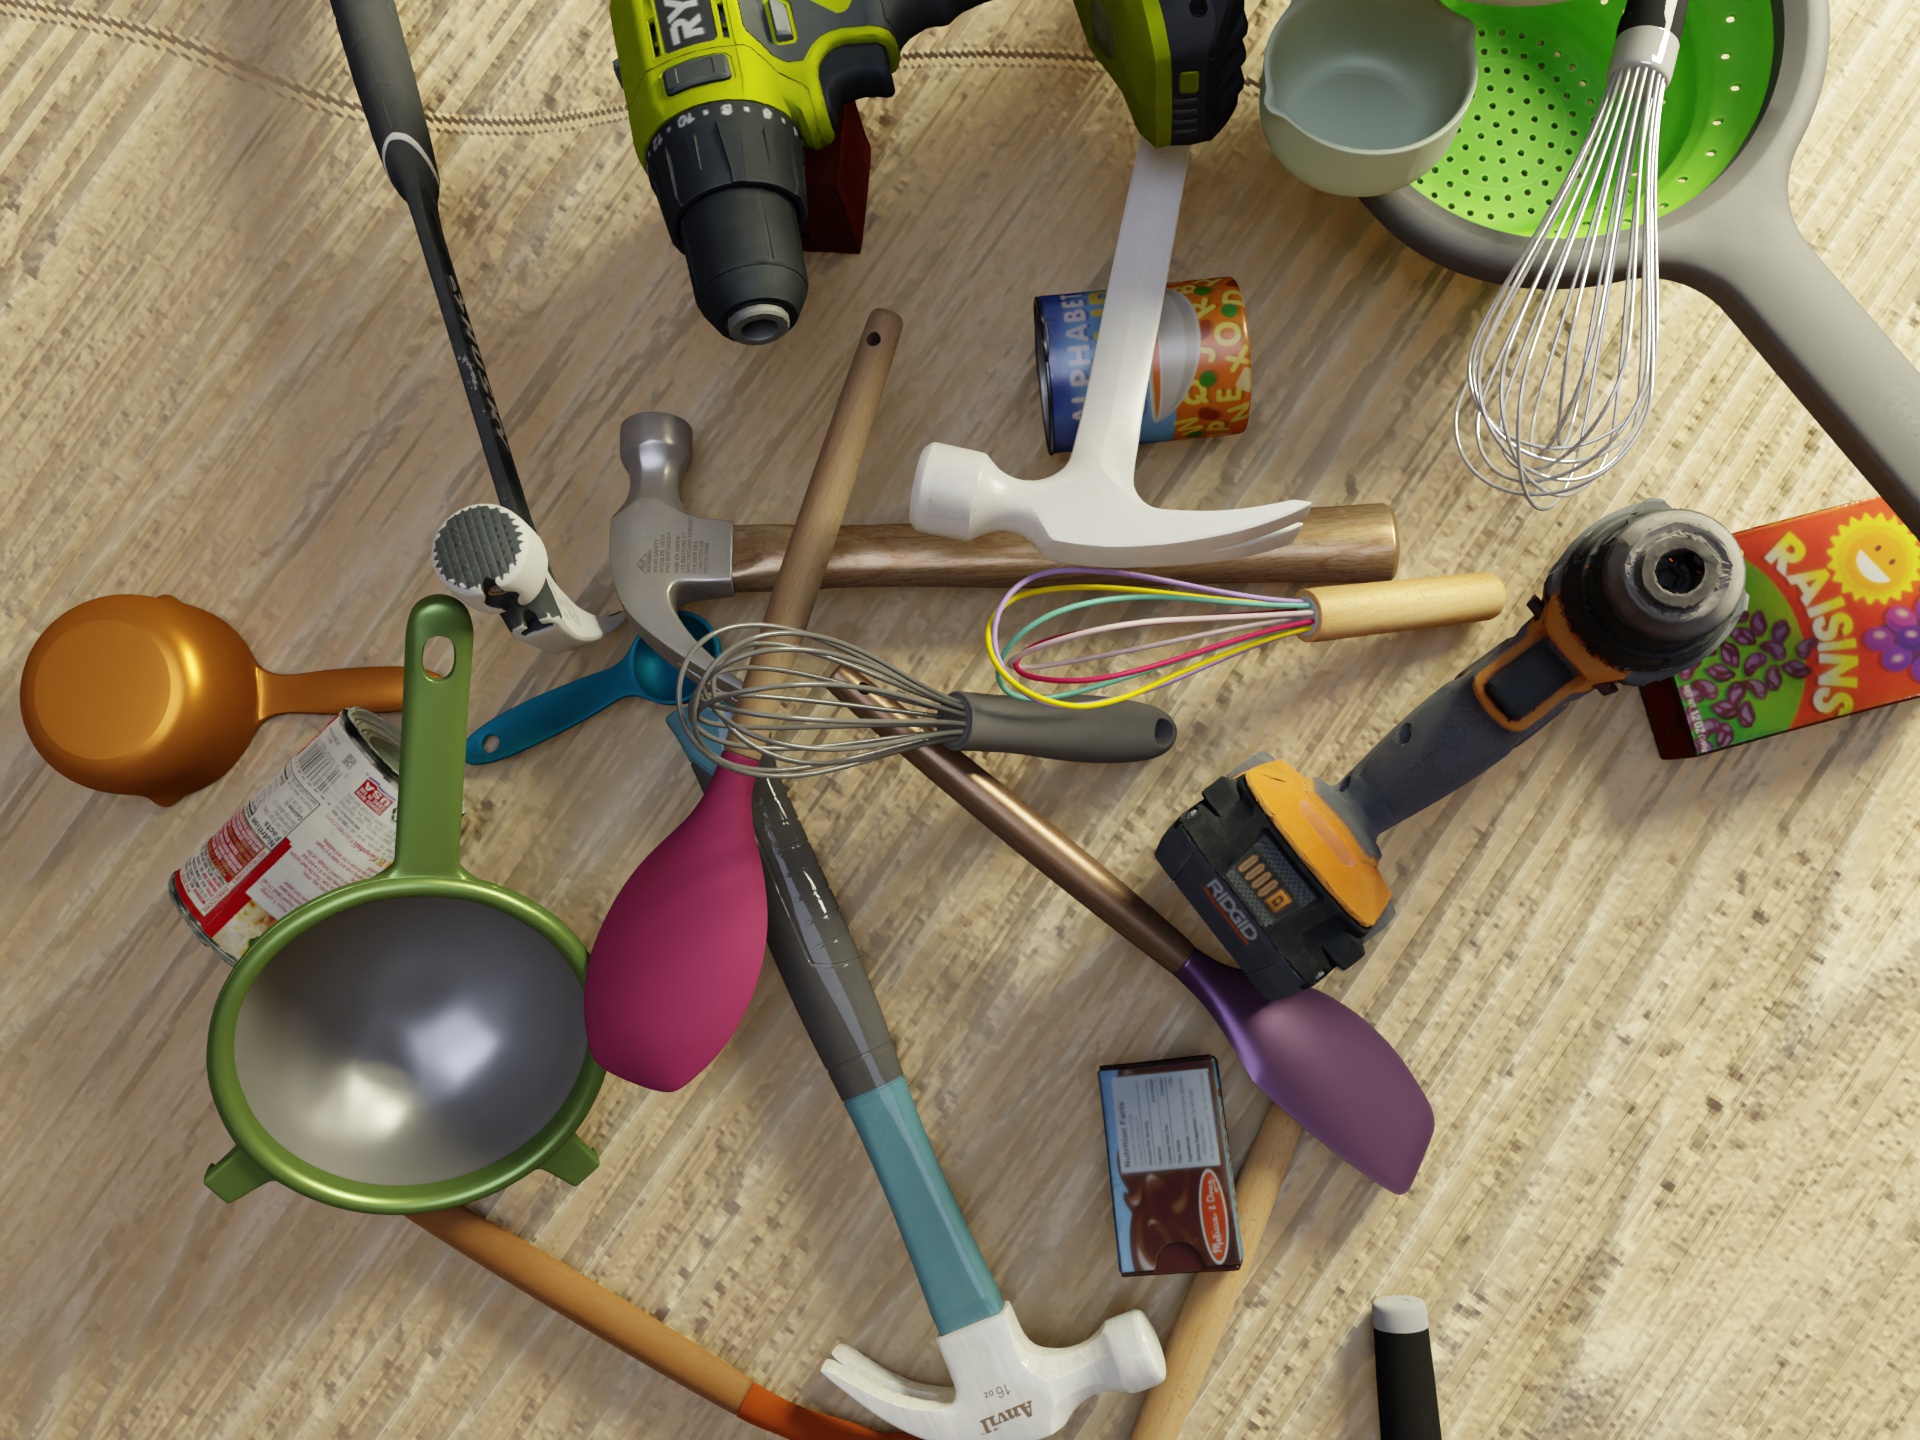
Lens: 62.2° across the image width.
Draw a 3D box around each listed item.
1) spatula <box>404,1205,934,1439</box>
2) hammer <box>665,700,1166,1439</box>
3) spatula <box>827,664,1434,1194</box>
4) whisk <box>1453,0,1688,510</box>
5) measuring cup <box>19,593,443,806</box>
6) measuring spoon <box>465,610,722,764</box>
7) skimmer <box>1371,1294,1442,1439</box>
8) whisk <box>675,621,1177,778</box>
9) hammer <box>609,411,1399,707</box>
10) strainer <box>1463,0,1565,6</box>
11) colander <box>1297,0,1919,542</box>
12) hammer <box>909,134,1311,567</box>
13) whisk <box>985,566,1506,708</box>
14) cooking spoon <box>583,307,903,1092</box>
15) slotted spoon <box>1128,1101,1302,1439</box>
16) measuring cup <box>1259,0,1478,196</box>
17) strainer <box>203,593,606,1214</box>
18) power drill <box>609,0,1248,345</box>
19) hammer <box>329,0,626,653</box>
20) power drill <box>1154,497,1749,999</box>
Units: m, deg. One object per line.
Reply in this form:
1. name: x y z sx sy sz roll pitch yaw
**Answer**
1. spatula: -0.113 0.272 0.656 0.322 0.041 0.081 28 106 6
2. hammer: -0.041 0.140 0.663 0.128 0.033 0.331 -25 83 7
3. spatula: 0.072 0.079 0.646 0.316 0.018 0.060 39 57 -6
4. whisk: 0.240 -0.211 0.577 0.070 0.070 0.285 16 81 4
5. measuring cup: -0.313 -0.013 0.681 0.173 0.052 0.095 -3 85 4
6. measuring spoon: -0.159 -0.008 0.696 0.128 0.021 0.042 -24 70 9
7. skimmer: 0.210 0.414 0.607 0.127 0.090 0.363 0 82 -30
8. whisk: -0.002 -0.003 0.610 0.238 0.055 0.055 4 84 -40
9. hammer: 0.019 -0.069 0.672 0.331 0.031 0.130 -1 72 -1
10. strainer: 0.118 -0.298 0.521 0.340 0.095 0.211 -15 58 -28
11. colander: 0.283 -0.202 0.648 0.204 0.094 0.397 -37 84 -1
12. hammer: 0.091 -0.246 0.644 0.144 0.035 0.406 11 72 3
13. whisk: 0.119 -0.035 0.628 0.245 0.047 0.051 -7 124 -25
14. cooking spoon: -0.078 -0.011 0.623 0.069 0.017 0.319 17 87 13
15. slotted spoon: 0.084 0.289 0.654 0.070 0.031 0.314 22 85 14
16. measuring cup: 0.130 -0.268 0.601 0.083 0.038 0.168 -23 71 -4
17. strainer: -0.214 0.070 0.635 0.151 0.069 0.256 3 107 -20
18. power drill: -0.015 -0.249 0.593 0.228 0.080 0.191 -14 73 3
19. hammer: -0.224 -0.214 0.674 0.036 0.149 0.409 -20 76 0
20. power drill: 0.182 0.005 0.579 0.226 0.185 0.084 -40 80 13
